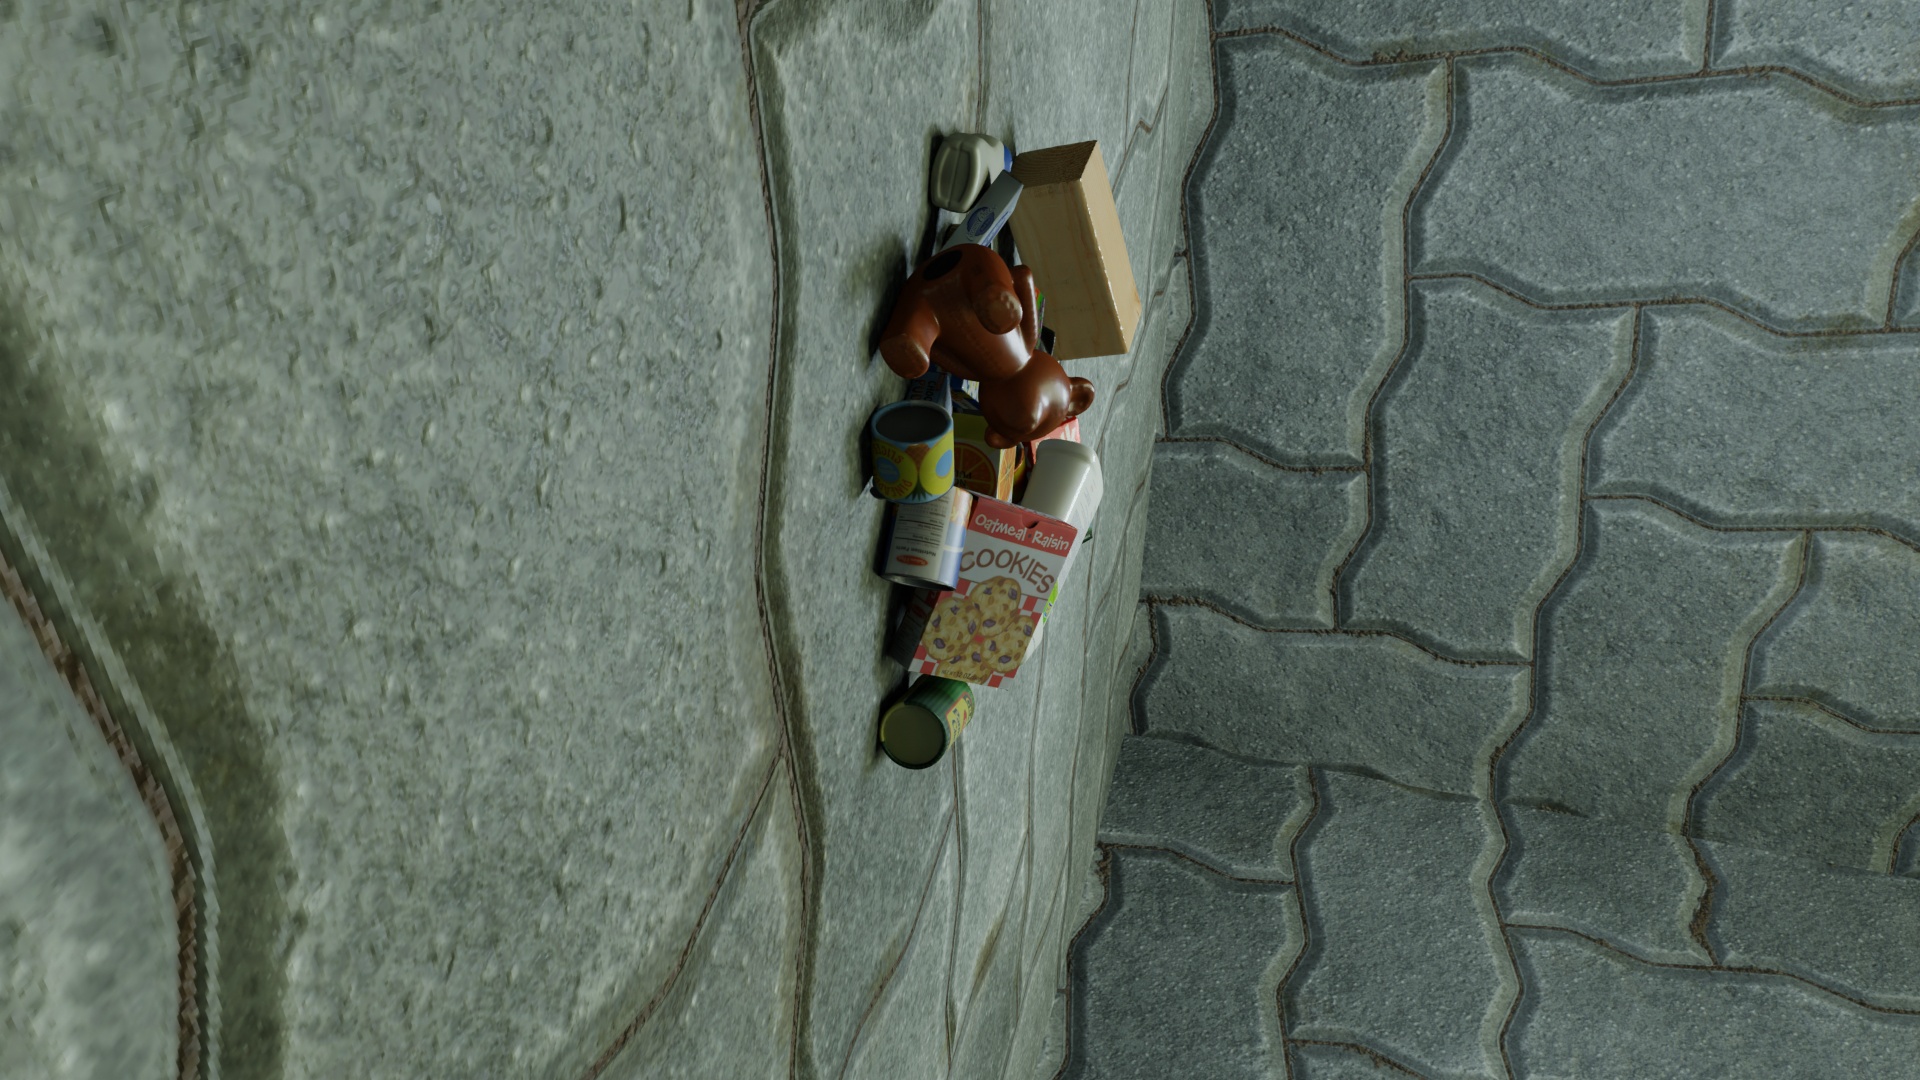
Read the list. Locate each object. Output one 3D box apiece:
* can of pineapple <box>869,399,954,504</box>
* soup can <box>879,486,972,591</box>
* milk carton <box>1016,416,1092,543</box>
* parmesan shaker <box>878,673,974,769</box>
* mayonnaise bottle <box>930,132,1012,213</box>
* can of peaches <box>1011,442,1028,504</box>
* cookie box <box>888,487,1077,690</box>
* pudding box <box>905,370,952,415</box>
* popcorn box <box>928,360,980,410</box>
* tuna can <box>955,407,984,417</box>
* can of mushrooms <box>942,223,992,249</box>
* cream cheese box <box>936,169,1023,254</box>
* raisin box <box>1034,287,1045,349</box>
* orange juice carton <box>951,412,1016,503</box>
[{"bbox_3d":[-0.039,-0.069,1.092,0.071,0.071,0.057,-67,161,-49],"label":"can of pineapple"},{"bbox_3d":[-0.028,-0.003,1.184,0.071,0.071,0.084,47,53,-75],"label":"soup can"},{"bbox_3d":[0.087,-0.081,1.538,0.072,0.073,0.189,-26,120,-32],"label":"milk carton"},{"bbox_3d":[-0.032,0.169,1.296,0.103,0.071,0.071,-38,136,-72],"label":"parmesan shaker"},{"bbox_3d":[0.012,-0.323,1.203,0.149,0.041,0.064,-55,160,-66],"label":"mayonnaise bottle"},{"bbox_3d":[0.033,-0.071,1.420,0.057,0.071,0.071,79,23,-58],"label":"can of peaches"},{"bbox_3d":[0.022,0.046,1.258,0.123,0.040,0.167,16,101,-38],"label":"cookie box"},{"bbox_3d":[-0.032,-0.100,1.183,0.049,0.030,0.084,85,18,-51],"label":"pudding box"},{"bbox_3d":[0.003,-0.171,1.271,0.126,0.038,0.085,18,81,-78],"label":"popcorn box"},{"bbox_3d":[0.031,-0.133,1.355,0.033,0.071,0.071,-30,128,-75],"label":"tuna can"},{"bbox_3d":[0.005,-0.250,1.240,0.071,0.033,0.071,8,92,-78],"label":"can of mushrooms"},{"bbox_3d":[0.013,-0.259,1.174,0.104,0.024,0.053,-54,178,-13],"label":"cream cheese box"},{"bbox_3d":[0.045,-0.193,1.265,0.123,0.040,0.086,0,98,-79],"label":"raisin box"},{"bbox_3d":[0.005,-0.016,1.309,0.072,0.073,0.191,-54,151,-65],"label":"orange juice carton"}]
